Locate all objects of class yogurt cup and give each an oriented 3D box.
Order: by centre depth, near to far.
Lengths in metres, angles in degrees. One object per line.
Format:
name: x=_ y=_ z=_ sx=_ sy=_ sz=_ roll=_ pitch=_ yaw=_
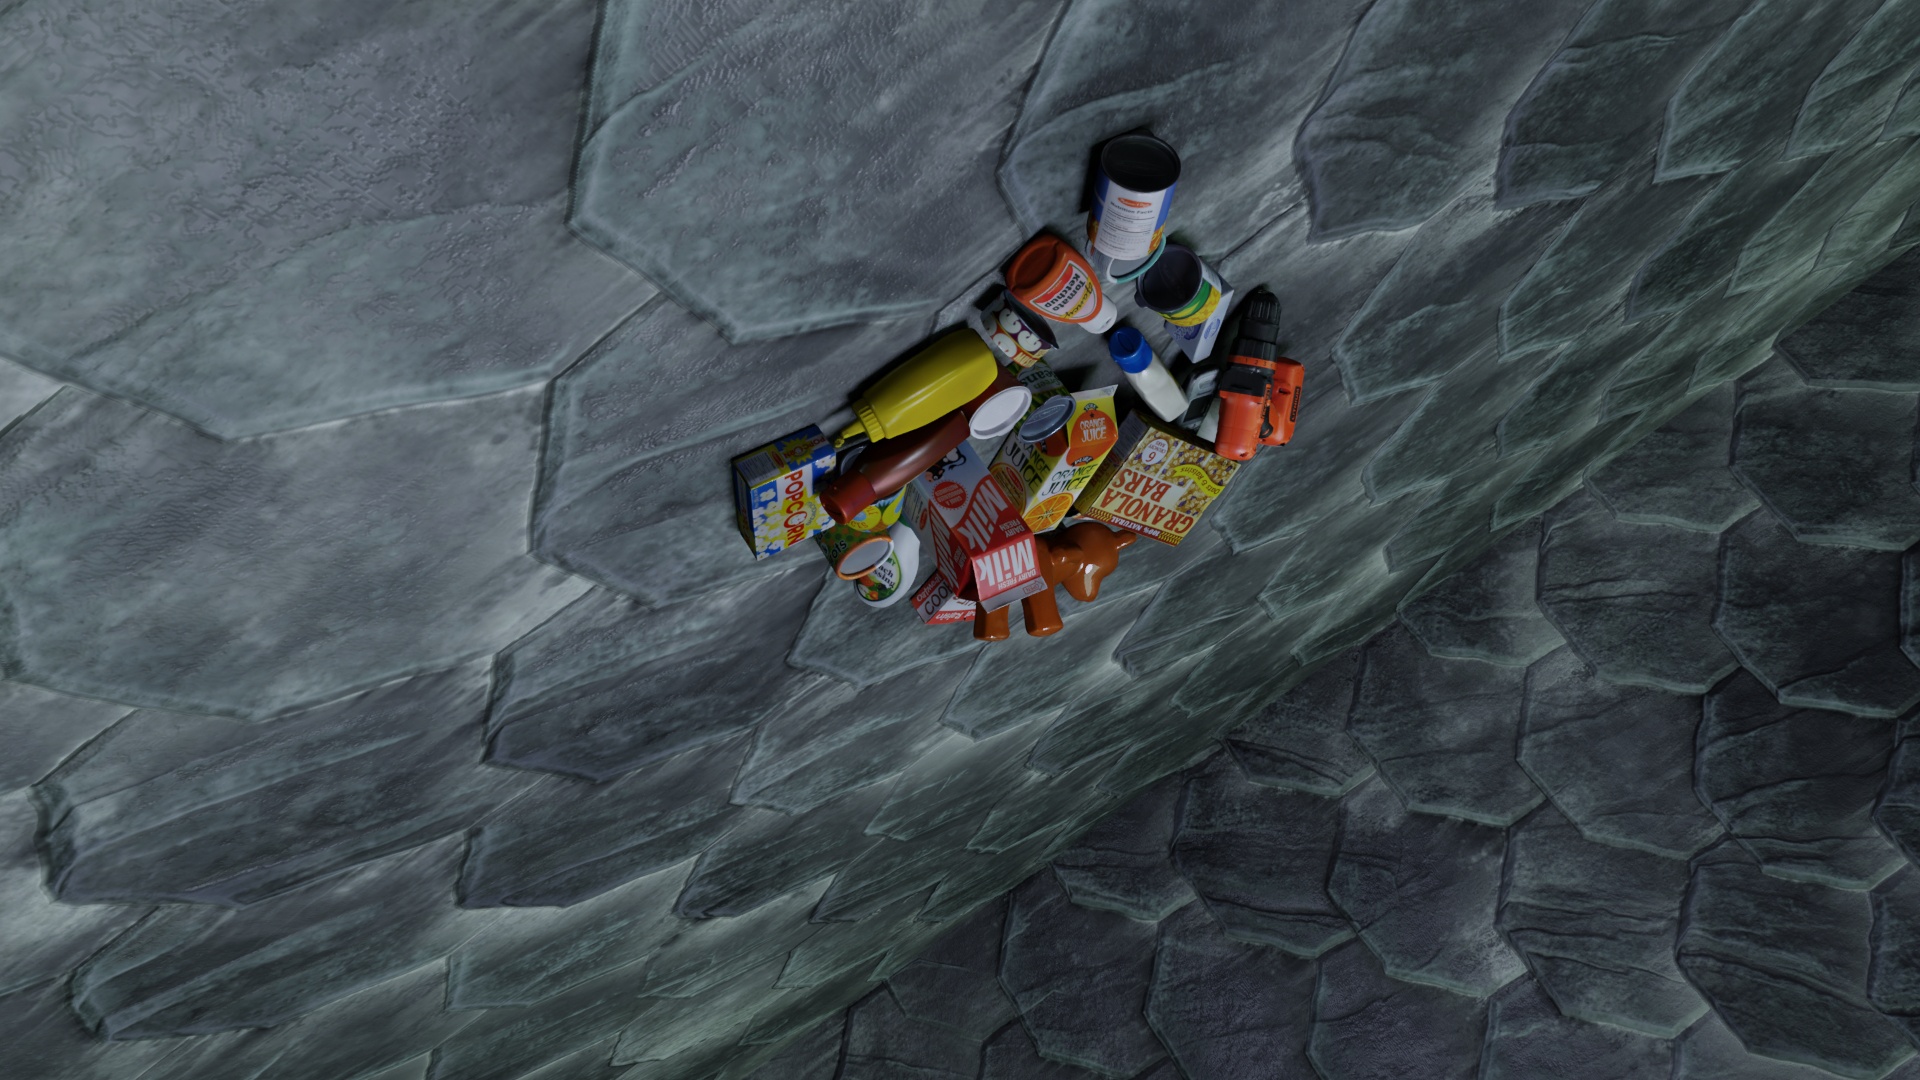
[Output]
yogurt cup: x=0.025 y=-0.137 z=1.300 sx=0.072 sy=0.054 sz=0.072 roll=-28 pitch=155 yaw=-14

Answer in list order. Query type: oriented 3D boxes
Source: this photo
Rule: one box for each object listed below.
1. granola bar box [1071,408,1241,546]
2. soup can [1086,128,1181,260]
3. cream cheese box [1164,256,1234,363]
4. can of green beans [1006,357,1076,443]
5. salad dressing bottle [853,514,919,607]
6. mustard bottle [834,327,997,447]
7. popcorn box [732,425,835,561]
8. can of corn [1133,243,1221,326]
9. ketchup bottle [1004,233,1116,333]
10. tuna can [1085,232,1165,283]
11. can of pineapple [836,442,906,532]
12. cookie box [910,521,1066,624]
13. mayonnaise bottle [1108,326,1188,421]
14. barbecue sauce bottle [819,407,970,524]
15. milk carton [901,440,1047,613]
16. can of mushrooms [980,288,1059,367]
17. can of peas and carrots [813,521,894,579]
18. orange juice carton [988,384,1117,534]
granola bar box: x=0.215 y=-0.065 z=1.527 sx=0.165 sy=0.039 sz=0.123 roll=16 pitch=118 yaw=-42
soup can: x=0.143 y=-0.287 z=1.158 sx=0.071 sy=0.071 sz=0.083 roll=-26 pitch=156 yaw=-18
cream cheese box: x=0.238 y=-0.231 z=1.396 sx=0.024 sy=0.053 sz=0.103 roll=-27 pitch=155 yaw=-20
can of green beans: x=0.070 y=-0.137 z=1.352 sx=0.071 sy=0.058 sz=0.071 roll=-28 pitch=155 yaw=-14
salad dressing bottle: x=-0.065 y=0.003 z=1.448 sx=0.044 sy=0.064 sz=0.147 roll=-33 pitch=156 yaw=-53
mustard bottle: x=-0.045 y=-0.129 z=1.233 sx=0.160 sy=0.049 sz=0.065 roll=-30 pitch=156 yaw=-7
popcorn box: x=-0.159 y=-0.042 z=1.264 sx=0.085 sy=0.038 sz=0.126 roll=-27 pitch=155 yaw=-20
can of corn: x=0.206 y=-0.240 z=1.323 sx=0.071 sy=0.071 sz=0.058 roll=-42 pitch=155 yaw=18
ketchup bottle: x=0.096 y=-0.223 z=1.243 sx=0.064 sy=0.043 sz=0.149 roll=-44 pitch=155 yaw=15
tuna can: x=0.151 y=-0.266 z=1.245 sx=0.071 sy=0.033 sz=0.070 roll=-27 pitch=156 yaw=-14
can of pineapple: x=-0.086 y=-0.048 z=1.310 sx=0.071 sy=0.071 sz=0.057 roll=-24 pitch=154 yaw=-22
cookie box: x=0.035 y=0.032 z=1.648 sx=0.123 sy=0.040 sz=0.166 roll=-1 pitch=140 yaw=-51
mayonnaise bottle: x=0.192 y=-0.175 z=1.437 sx=0.041 sy=0.065 sz=0.148 roll=-37 pitch=152 yaw=9
barbecue sauce bottle: x=-0.062 y=-0.072 z=1.261 sx=0.149 sy=0.065 sz=0.043 roll=-40 pitch=126 yaw=-24
milk carton: x=0.005 y=-0.017 z=1.331 sx=0.072 sy=0.191 sz=0.073 roll=-22 pitch=153 yaw=-25
can of mushrooms: x=0.052 y=-0.185 z=1.224 sx=0.033 sy=0.071 sz=0.071 roll=-42 pitch=155 yaw=20
can of peas and carrots: x=-0.110 y=-0.002 z=1.377 sx=0.071 sy=0.059 sz=0.070 roll=-28 pitch=155 yaw=-14
orange juice carton: x=0.096 y=-0.091 z=1.454 sx=0.072 sy=0.073 sz=0.191 roll=-12 pitch=148 yaw=-39
